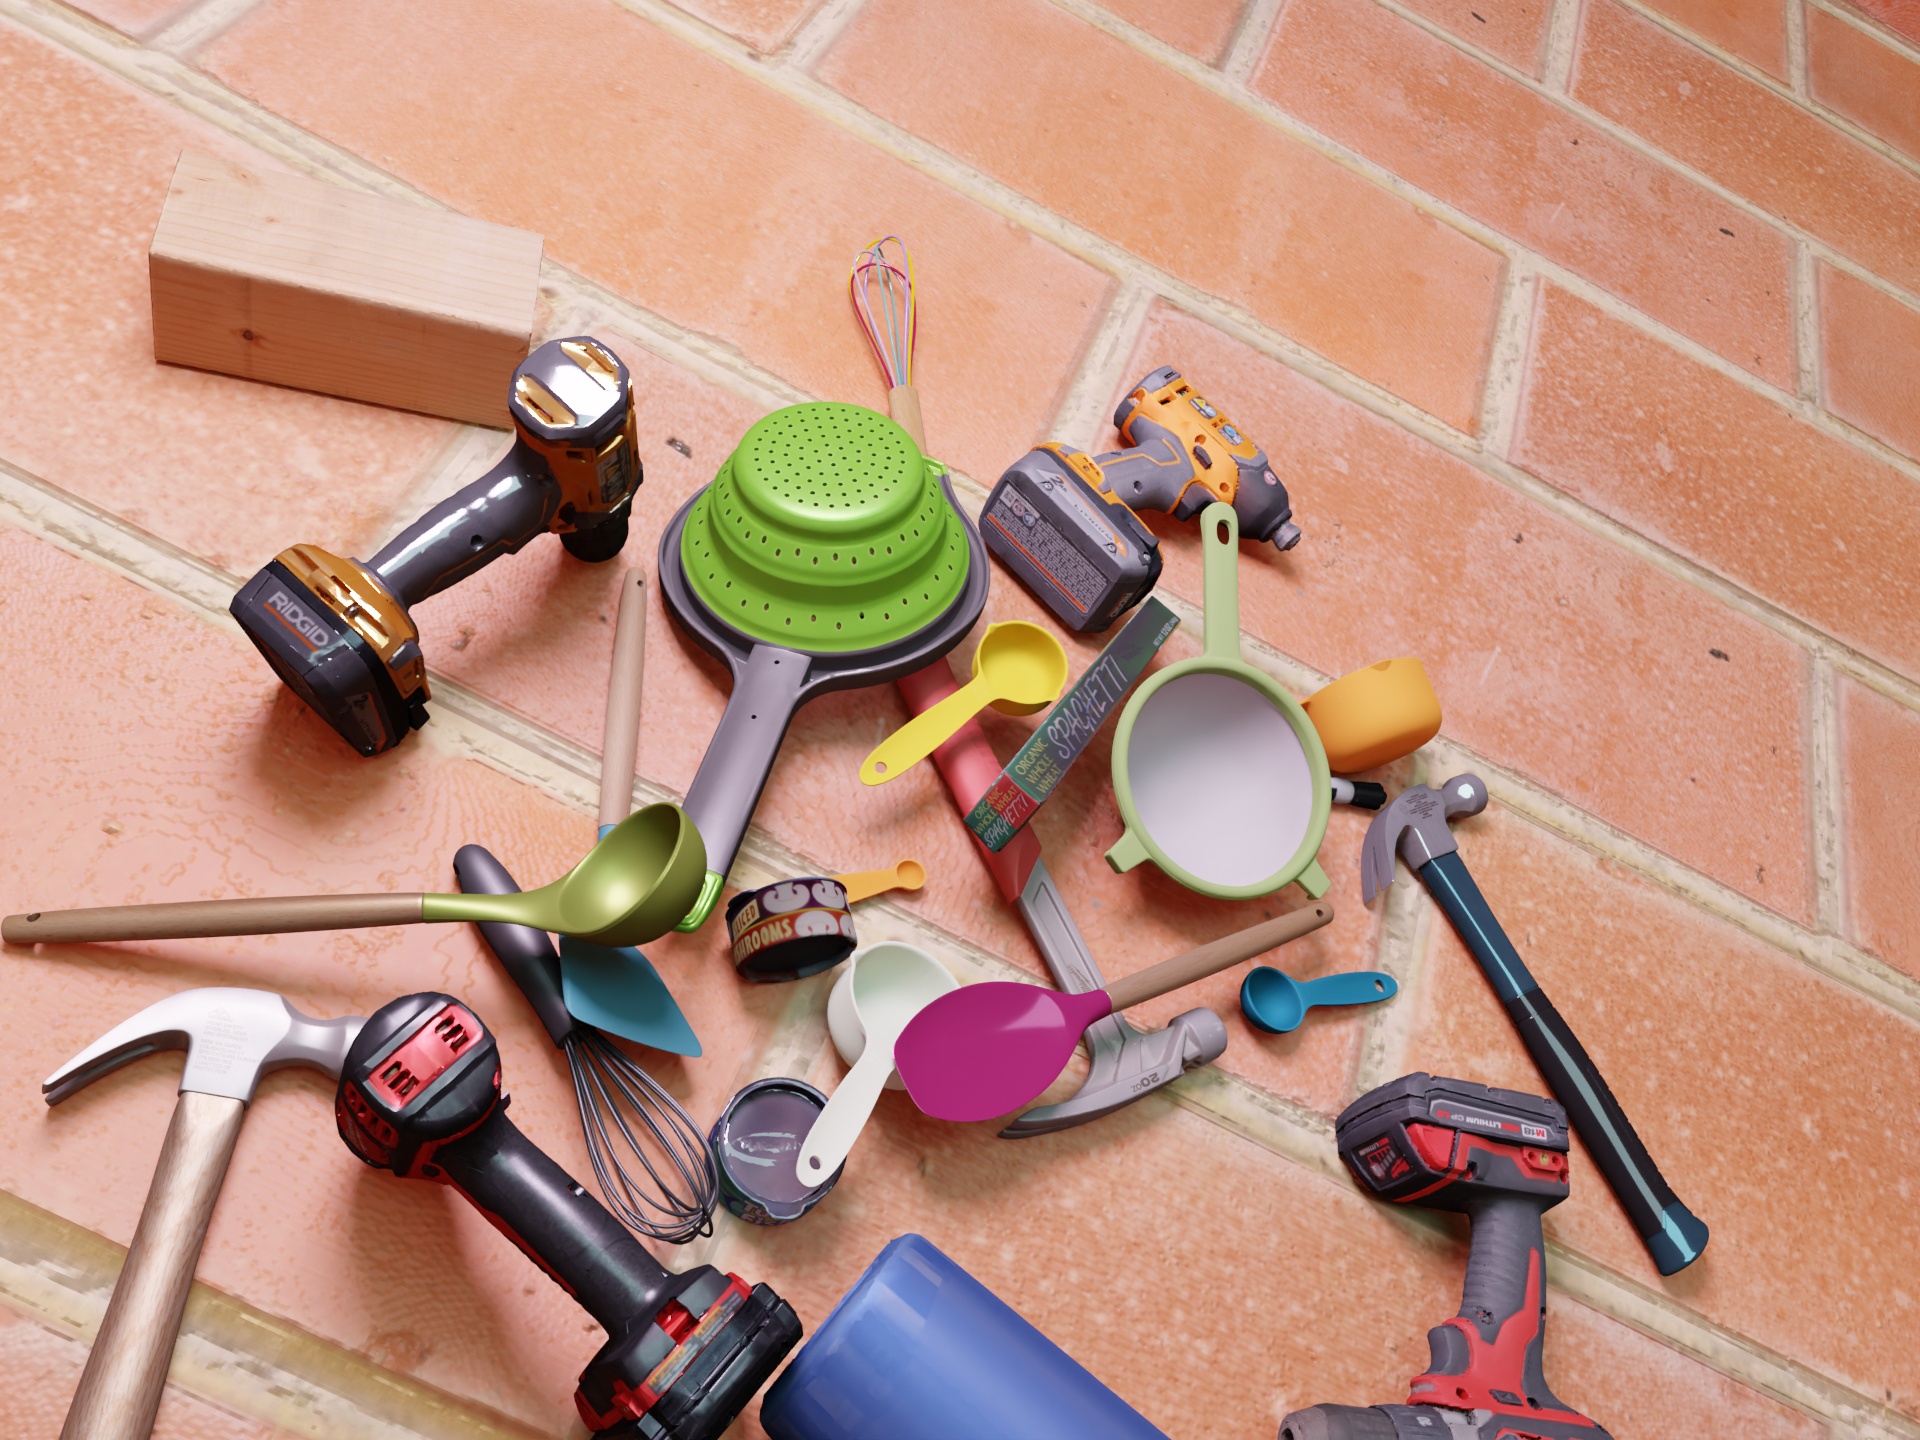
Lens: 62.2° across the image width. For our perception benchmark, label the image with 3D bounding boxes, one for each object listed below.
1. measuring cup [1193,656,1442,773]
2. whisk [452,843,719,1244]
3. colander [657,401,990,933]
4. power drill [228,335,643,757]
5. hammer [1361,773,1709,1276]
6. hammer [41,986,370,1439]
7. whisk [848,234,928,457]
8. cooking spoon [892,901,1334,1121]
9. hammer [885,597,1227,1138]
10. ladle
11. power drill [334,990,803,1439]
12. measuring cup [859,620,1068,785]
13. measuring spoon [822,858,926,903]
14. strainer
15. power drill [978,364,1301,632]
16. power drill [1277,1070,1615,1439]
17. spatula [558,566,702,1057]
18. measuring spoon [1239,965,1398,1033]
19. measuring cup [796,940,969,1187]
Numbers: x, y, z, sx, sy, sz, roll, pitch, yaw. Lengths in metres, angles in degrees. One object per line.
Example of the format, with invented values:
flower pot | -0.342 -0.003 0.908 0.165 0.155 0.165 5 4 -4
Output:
measuring cup | 0.237 0.013 1.054 0.173 0.095 0.052 -18 72 -12
whisk | -0.189 0.154 0.783 0.055 0.055 0.239 -23 64 -34
colander | -0.098 -0.063 0.898 0.204 0.094 0.397 14 50 5
power drill | -0.262 -0.086 0.857 0.084 0.185 0.226 41 70 7
hammer | 0.365 0.186 1.009 0.128 0.033 0.331 -13 64 -31
hammer | -0.342 0.264 0.647 0.130 0.031 0.332 14 53 -15
whisk | -0.046 -0.246 1.126 0.047 0.051 0.245 -7 63 -4
cooking spoon | 0.098 0.149 0.880 0.319 0.017 0.069 -14 65 -35
hammer | 0.014 0.062 0.939 0.149 0.036 0.359 -14 65 -31
ladle | -0.280 0.080 0.744 0.320 0.062 0.078 -2 34 -7
power drill | -0.182 0.219 0.687 0.219 0.143 0.078 45 56 2
measuring cup | -0.001 -0.003 0.943 0.156 0.029 0.062 -36 77 -25
measuring spoon | -0.073 0.098 0.894 0.117 0.011 0.021 -11 62 -25
strainer | 0.151 -0.010 1.001 0.151 0.069 0.256 9 71 -20
power drill | 0.137 -0.150 1.112 0.164 0.084 0.226 46 48 10
power drill | 0.254 0.311 0.850 0.187 0.080 0.227 14 56 -15
spatula | -0.179 0.035 0.867 0.082 0.044 0.318 30 43 -38
measuring spoon | 0.218 0.170 0.971 0.128 0.021 0.042 1 56 -34
measuring cup | -0.051 0.181 0.805 0.083 0.038 0.168 40 37 -3
